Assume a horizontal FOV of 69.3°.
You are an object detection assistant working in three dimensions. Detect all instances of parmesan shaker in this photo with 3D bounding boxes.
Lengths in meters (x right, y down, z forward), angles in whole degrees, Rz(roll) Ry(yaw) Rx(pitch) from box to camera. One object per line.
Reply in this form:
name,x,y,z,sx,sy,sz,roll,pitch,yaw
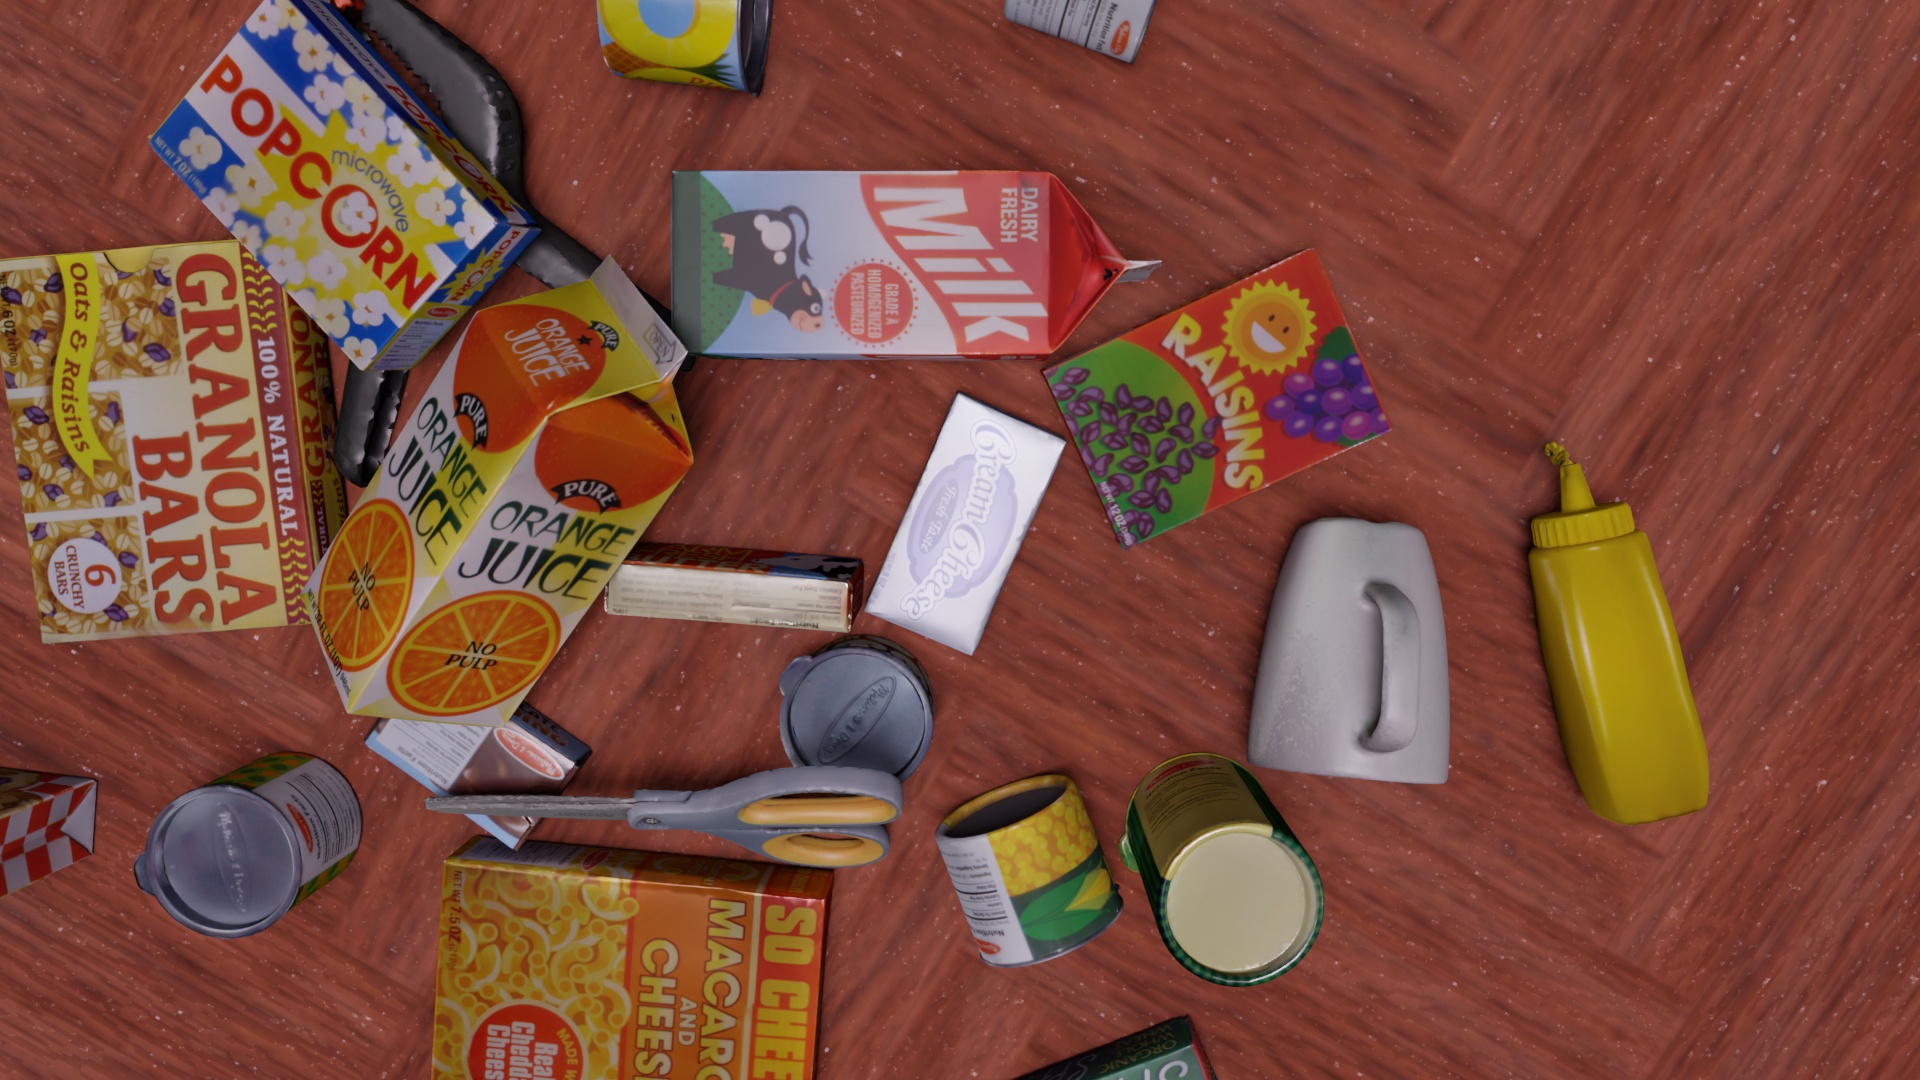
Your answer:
parmesan shaker,0.104,0.135,0.576,0.071,0.103,0.071,0,96,1

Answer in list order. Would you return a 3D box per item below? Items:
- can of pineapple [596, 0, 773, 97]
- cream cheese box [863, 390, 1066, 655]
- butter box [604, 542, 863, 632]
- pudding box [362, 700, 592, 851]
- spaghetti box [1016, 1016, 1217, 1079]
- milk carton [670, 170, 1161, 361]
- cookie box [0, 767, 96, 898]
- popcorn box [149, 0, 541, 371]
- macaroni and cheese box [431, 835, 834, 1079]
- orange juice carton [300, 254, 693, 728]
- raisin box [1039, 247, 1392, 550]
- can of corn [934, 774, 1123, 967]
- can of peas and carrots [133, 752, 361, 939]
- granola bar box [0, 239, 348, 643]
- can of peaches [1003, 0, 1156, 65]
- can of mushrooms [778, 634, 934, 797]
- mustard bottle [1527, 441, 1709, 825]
can of pineapple,-0.111,-0.218,0.566,0.058,0.071,0.071,7,96,1
cream cheese box,0.002,-0.008,0.604,0.053,0.024,0.103,23,96,-3
butter box,-0.095,0.019,0.594,0.103,0.053,0.024,4,99,1
pudding box,-0.213,0.092,0.614,0.084,0.030,0.049,36,94,-2
spaghetti box,-0.002,0.284,0.629,0.250,0.029,0.050,-21,95,3
milk carton,-0.017,-0.110,0.571,0.191,0.072,0.073,1,95,1
cookie box,-0.480,0.121,0.575,0.167,0.123,0.040,6,95,1
popcorn box,-0.244,-0.141,0.551,0.085,0.038,0.126,-43,91,12
macaroni and cheese box,-0.144,0.202,0.618,0.166,0.040,0.123,5,95,1
orange juice carton,-0.176,-0.019,0.551,0.192,0.073,0.072,-51,54,16
raisin box,0.107,-0.059,0.590,0.123,0.040,0.086,-25,94,4
can of corn,0.031,0.139,0.598,0.071,0.071,0.058,-21,95,3
can of peas and carrots,-0.308,0.131,0.605,0.071,0.059,0.071,0,96,2
granola bar box,-0.337,-0.042,0.599,0.124,0.039,0.165,-5,95,1
can of peaches,0.055,-0.236,0.562,0.058,0.071,0.071,19,96,0
can of mushrooms,-0.046,0.074,0.608,0.071,0.033,0.071,0,96,1
mustard bottle,0.272,0.036,0.585,0.049,0.065,0.160,-13,91,7
